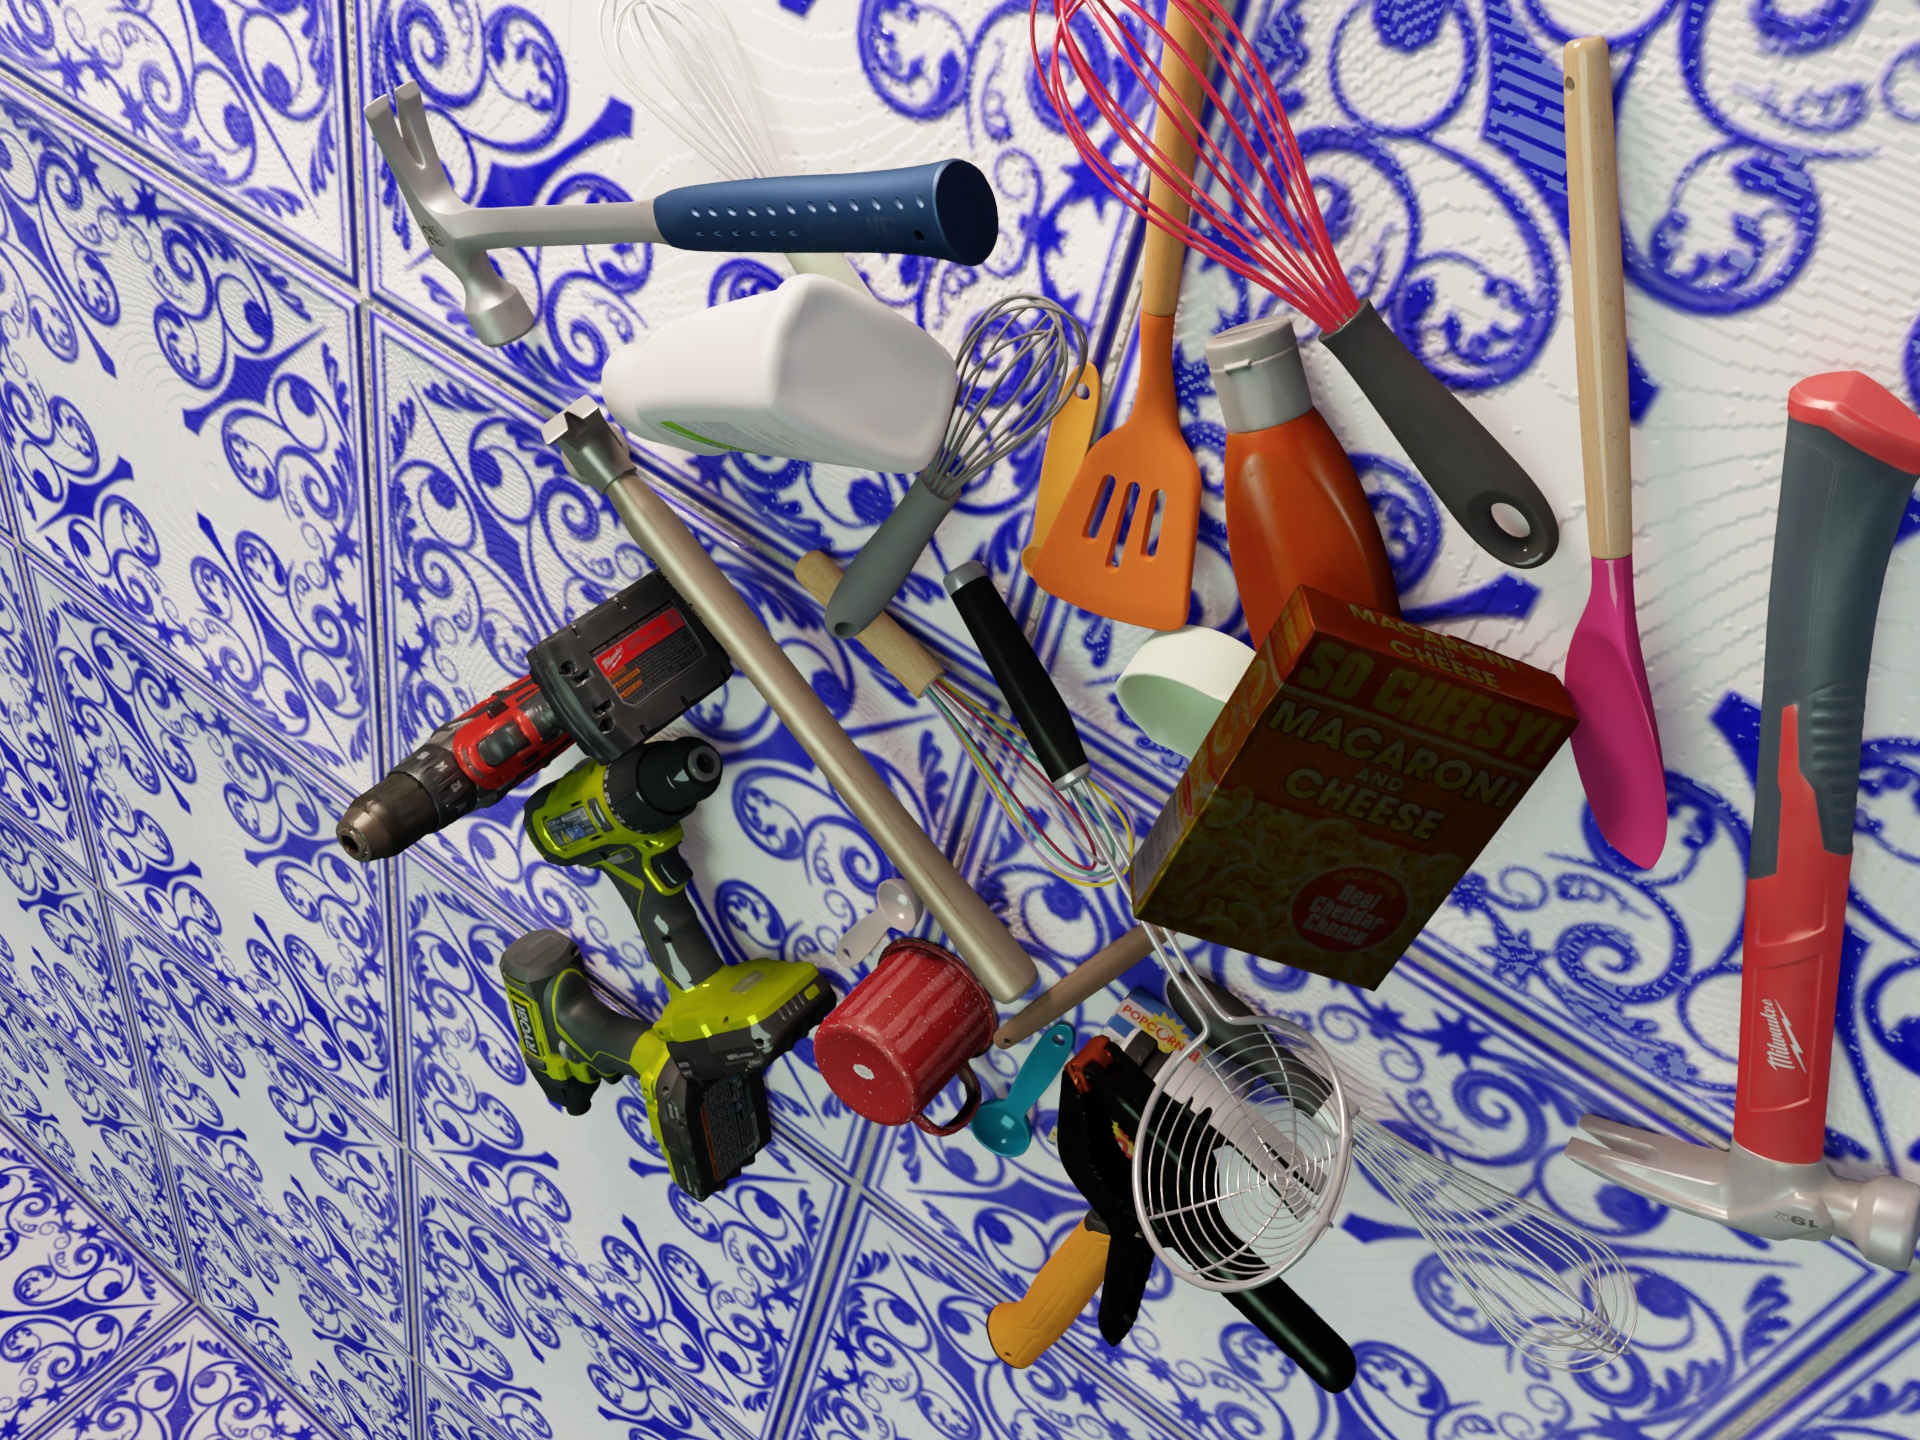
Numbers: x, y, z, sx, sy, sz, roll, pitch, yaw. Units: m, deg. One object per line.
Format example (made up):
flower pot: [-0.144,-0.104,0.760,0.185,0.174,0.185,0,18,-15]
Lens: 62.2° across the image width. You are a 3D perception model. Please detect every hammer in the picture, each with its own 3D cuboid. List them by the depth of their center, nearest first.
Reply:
hammer: [0.316,0.052,0.632,0.143,0.038,0.386,11,125,36]
hammer: [-0.147,-0.240,0.751,0.406,0.035,0.143,14,140,41]
hammer: [-0.088,-0.004,0.882,0.410,0.038,0.146,52,176,-8]
hammer: [0.090,0.312,0.943,0.127,0.034,0.336,37,136,13]

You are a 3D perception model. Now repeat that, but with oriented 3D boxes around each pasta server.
pasta server: [0.095,0.126,0.864,0.060,0.040,0.316,39,138,-4]

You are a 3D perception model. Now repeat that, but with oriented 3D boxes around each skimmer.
skimmer: [0.069,0.086,0.762,0.127,0.090,0.363,-34,80,35]

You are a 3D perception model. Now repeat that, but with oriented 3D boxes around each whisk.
whisk: [0.132,-0.166,0.598,0.295,0.073,0.073,46,138,-14]
whisk: [-0.085,-0.245,0.752,0.246,0.059,0.058,54,174,-10]
whisk: [-0.013,-0.113,0.767,0.055,0.055,0.239,45,134,5]
whisk: [0.220,0.225,0.822,0.285,0.070,0.070,39,136,19]
whisk: [-0.003,-0.001,0.853,0.245,0.051,0.047,44,142,10]

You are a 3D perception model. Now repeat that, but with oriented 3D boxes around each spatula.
spatula: [0.080,-0.190,0.654,0.081,0.041,0.322,22,129,26]

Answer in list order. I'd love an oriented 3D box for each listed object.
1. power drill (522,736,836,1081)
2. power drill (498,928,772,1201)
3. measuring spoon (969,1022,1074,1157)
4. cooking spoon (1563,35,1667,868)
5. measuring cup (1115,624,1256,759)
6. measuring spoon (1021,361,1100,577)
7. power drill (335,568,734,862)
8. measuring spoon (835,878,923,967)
power drill: [-0.180,0.119,1.057,0.190,0.080,0.228,-20,102,45]
power drill: [-0.255,0.271,1.226,0.223,0.080,0.171,19,128,34]
measuring spoon: [0.045,0.226,0.994,0.042,0.021,0.128,33,126,8]
cooking spoon: [0.244,-0.087,0.598,0.069,0.017,0.318,-118,14,-67]
measuring cup: [0.151,0.011,0.742,0.167,0.038,0.083,33,161,-8]
measuring spoon: [0.049,-0.117,0.755,0.021,0.011,0.116,29,130,20]
power drill: [-0.266,0.006,0.972,0.226,0.188,0.080,-24,103,42]
measuring spoon: [-0.052,0.130,1.007,0.034,0.018,0.124,55,145,9]
